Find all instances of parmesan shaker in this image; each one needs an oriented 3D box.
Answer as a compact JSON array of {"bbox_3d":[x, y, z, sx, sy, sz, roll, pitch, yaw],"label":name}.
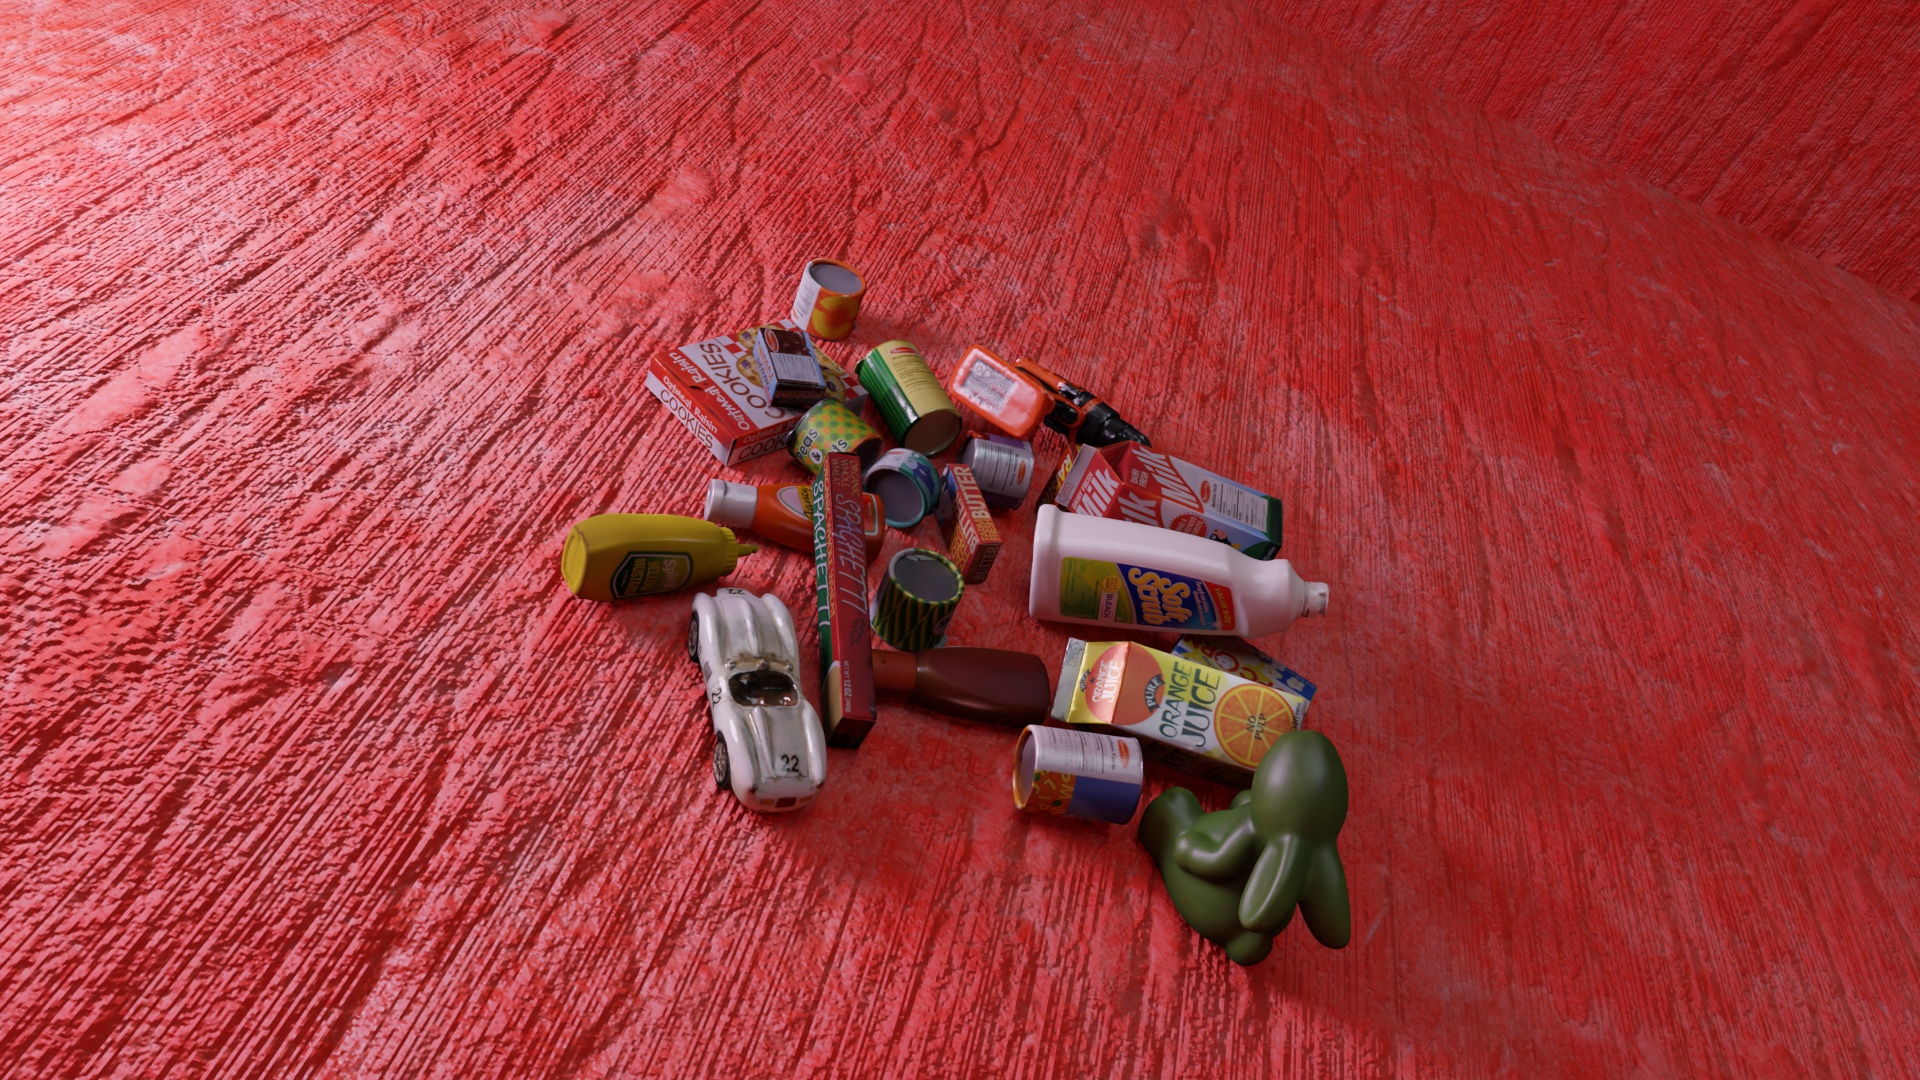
[{"bbox_3d":[-0.051,-0.135,1.335,0.071,0.071,0.103,-5,48,-33],"label":"parmesan shaker"}]

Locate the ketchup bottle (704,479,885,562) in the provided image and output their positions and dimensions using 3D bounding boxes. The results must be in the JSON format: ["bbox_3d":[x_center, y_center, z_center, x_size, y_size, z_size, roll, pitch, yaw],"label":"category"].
[{"bbox_3d":[-0.140,-0.021,1.176,0.149,0.043,0.065,9,44,-18],"label":"ketchup bottle"}]

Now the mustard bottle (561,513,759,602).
[{"bbox_3d":[-0.225,0.011,1.080,0.161,0.065,0.049,-4,43,-37],"label":"mustard bottle"}]

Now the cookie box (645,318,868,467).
[{"bbox_3d":[-0.188,-0.141,1.290,0.123,0.040,0.168,43,42,21],"label":"cookie box"}]

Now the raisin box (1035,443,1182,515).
[{"bbox_3d":[0.145,-0.043,1.318,0.123,0.085,0.040,6,47,-22],"label":"raisin box"}]

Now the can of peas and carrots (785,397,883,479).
[{"bbox_3d":[-0.113,-0.084,1.244,0.059,0.070,0.071,39,40,16],"label":"can of peas and carrots"}]

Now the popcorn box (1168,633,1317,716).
[{"bbox_3d":[0.240,0.128,1.212,0.127,0.038,0.085,33,40,10],"label":"popcorn box"}]

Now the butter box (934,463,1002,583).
[{"bbox_3d":[0.004,-0.016,1.239,0.024,0.052,0.104,1,44,-25],"label":"butter box"}]

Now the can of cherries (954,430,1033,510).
[{"bbox_3d":[0.029,-0.066,1.302,0.058,0.071,0.072,10,41,-17],"label":"can of cherries"}]

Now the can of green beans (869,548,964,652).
[{"bbox_3d":[-0.036,0.048,1.140,0.071,0.057,0.071,15,40,-13],"label":"can of green beans"}]

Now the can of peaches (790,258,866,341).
[{"bbox_3d":[-0.133,-0.248,1.426,0.071,0.057,0.071,14,40,-12],"label":"can of peaches"}]

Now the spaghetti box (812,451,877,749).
[{"bbox_3d":[-0.092,0.041,1.089,0.029,0.050,0.251,8,53,-20],"label":"spaghetti box"}]

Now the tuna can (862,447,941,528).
[{"bbox_3d":[-0.052,-0.044,1.233,0.071,0.070,0.033,30,40,6],"label":"tuna can"}]

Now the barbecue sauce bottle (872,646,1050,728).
[{"bbox_3d":[-0.005,0.111,1.097,0.149,0.043,0.065,9,41,-19],"label":"barbecue sauce bottle"}]

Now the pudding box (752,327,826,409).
[{"bbox_3d":[-0.156,-0.157,1.268,0.050,0.030,0.084,2,44,-26],"label":"pudding box"}]

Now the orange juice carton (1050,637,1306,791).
[{"bbox_3d":[0.170,0.139,1.114,0.193,0.072,0.072,18,68,-2],"label":"orange juice carton"}]

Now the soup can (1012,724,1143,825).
[{"bbox_3d":[0.087,0.179,1.051,0.084,0.071,0.072,9,41,-12],"label":"soup can"}]

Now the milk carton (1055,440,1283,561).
[{"bbox_3d":[0.184,-0.025,1.237,0.191,0.072,0.074,22,38,-3],"label":"milk carton"}]
